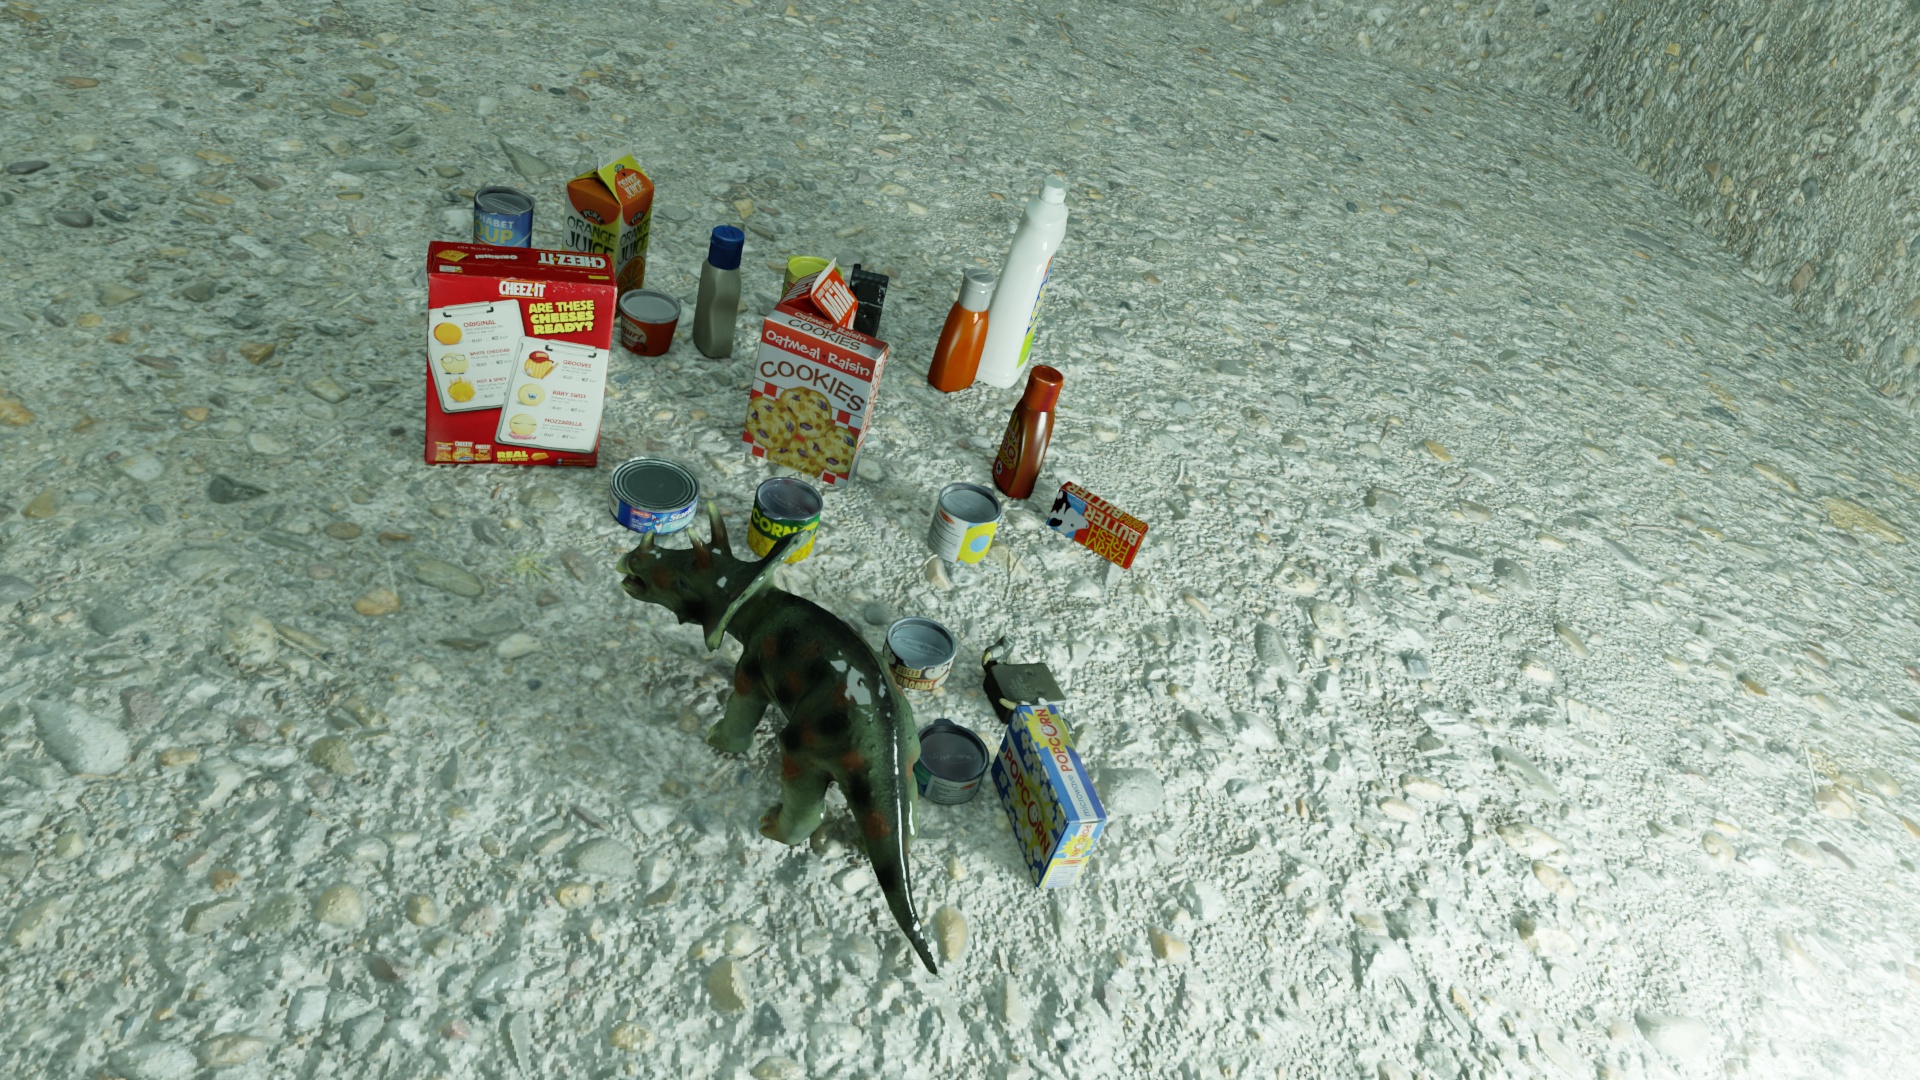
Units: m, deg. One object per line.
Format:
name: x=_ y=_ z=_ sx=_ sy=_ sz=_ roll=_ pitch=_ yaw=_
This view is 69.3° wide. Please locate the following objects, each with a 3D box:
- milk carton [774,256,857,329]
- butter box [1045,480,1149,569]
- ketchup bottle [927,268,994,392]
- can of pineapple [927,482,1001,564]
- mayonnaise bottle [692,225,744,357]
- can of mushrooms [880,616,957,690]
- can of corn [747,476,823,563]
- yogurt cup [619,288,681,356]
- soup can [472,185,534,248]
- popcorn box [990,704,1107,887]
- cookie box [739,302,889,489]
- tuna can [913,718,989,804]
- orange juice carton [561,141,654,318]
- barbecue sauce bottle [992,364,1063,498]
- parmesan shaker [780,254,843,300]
milk carton: x=-0.163 y=-0.207 z=1.487 sx=0.073 sy=0.189 sz=0.073 roll=20 pitch=37 yaw=3
butter box: x=0.146 y=-0.016 z=1.484 sx=0.103 sy=0.052 sz=0.024 roll=30 pitch=39 yaw=16
ketchup bottle: x=0.006 y=-0.248 z=1.640 sx=0.065 sy=0.148 sz=0.043 roll=-23 pitch=53 yaw=-41
can of pineapple: x=0.005 y=-0.018 z=1.425 sx=0.071 sy=0.057 sz=0.071 roll=11 pitch=38 yaw=-9
mayonnaise bottle: x=-0.272 y=-0.283 z=1.573 sx=0.041 sy=0.147 sz=0.065 roll=-8 pitch=44 yaw=-30
can of mushrooms: x=-0.039 y=0.105 z=1.273 sx=0.071 sy=0.033 sz=0.071 roll=11 pitch=38 yaw=-9
can of corn: x=-0.173 y=-0.018 z=1.354 sx=0.071 sy=0.058 sz=0.071 roll=11 pitch=38 yaw=-9
yogurt cup: x=-0.353 y=-0.245 z=1.570 sx=0.072 sy=0.053 sz=0.073 roll=11 pitch=38 yaw=-9
soup can: x=-0.534 y=-0.359 z=1.616 sx=0.071 sy=0.083 sz=0.072 roll=11 pitch=37 yaw=-9
popcorn box: x=0.071 y=0.209 z=1.143 sx=0.038 sy=0.084 sz=0.127 roll=0 pitch=41 yaw=-22
cookie box: x=-0.153 y=-0.148 z=1.435 sx=0.123 sy=0.166 sz=0.040 roll=21 pitch=37 yaw=4
tuna can: x=-0.012 y=0.188 z=1.180 sx=0.071 sy=0.032 sz=0.071 roll=11 pitch=38 yaw=-9
orange juice carton: x=-0.400 y=-0.355 z=1.575 sx=0.073 sy=0.191 sz=0.072 roll=24 pitch=37 yaw=8
barbecue sauce bottle: x=0.075 y=-0.120 z=1.507 sx=0.044 sy=0.147 sz=0.065 roll=1 pitch=40 yaw=-21
parmesan shaker: x=-0.182 y=-0.276 z=1.638 sx=0.071 sy=0.102 sz=0.072 roll=11 pitch=37 yaw=-9
